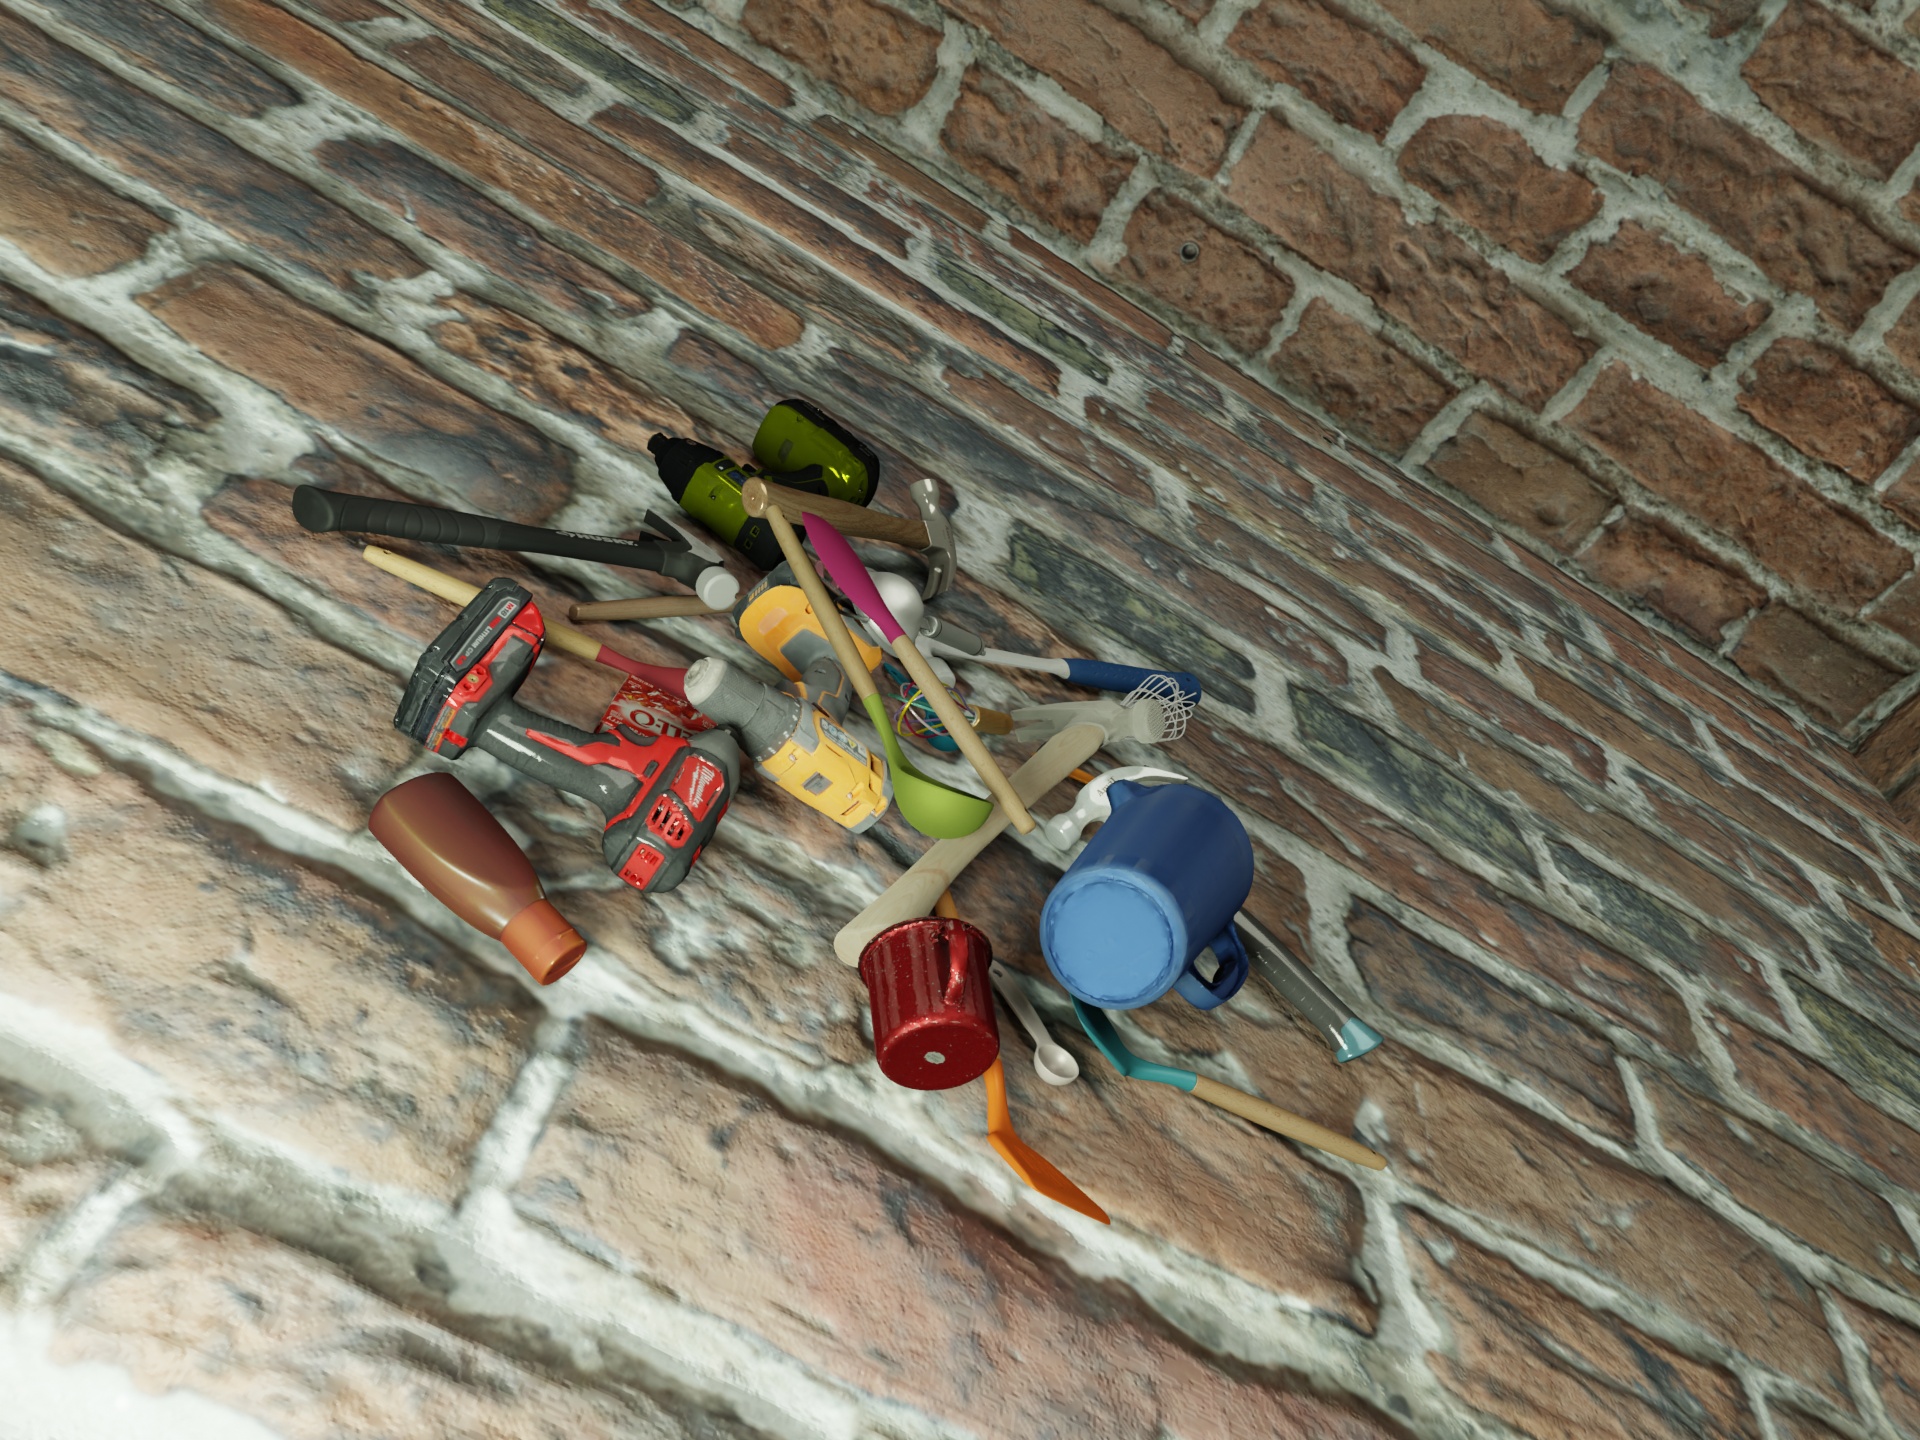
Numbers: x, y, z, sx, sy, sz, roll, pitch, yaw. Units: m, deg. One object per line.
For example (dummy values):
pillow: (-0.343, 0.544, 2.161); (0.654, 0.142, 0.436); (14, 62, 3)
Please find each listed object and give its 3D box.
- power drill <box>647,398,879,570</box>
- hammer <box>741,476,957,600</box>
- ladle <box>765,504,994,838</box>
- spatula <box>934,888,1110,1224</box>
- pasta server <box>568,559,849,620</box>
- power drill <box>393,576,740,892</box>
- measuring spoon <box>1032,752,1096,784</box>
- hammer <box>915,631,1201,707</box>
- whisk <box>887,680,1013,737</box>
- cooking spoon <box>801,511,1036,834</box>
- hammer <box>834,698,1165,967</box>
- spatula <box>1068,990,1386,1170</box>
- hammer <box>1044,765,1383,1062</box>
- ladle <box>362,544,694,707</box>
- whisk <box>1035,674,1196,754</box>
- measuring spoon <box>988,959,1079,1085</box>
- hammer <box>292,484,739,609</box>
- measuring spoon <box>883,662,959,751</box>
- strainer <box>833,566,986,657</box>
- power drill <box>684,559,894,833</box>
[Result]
power drill: (-0.189, -0.240, 1.553); (0.171, 0.080, 0.223); (39, 32, 7)
hammer: (-0.097, -0.187, 1.516); (0.331, 0.031, 0.130); (2, 69, -60)
ladle: (-0.071, -0.046, 1.228); (0.320, 0.062, 0.078); (61, 17, 20)
spatula: (0.023, 0.216, 1.107); (0.081, 0.041, 0.323); (35, 22, -35)
pasta server: (-0.205, -0.108, 1.372); (0.060, 0.040, 0.316); (23, 20, 35)
power drill: (-0.254, 0.008, 1.079); (0.219, 0.078, 0.143); (34, 43, -7)
measuring spoon: (0.117, 0.058, 1.487); (0.117, 0.011, 0.021); (25, 24, -10)
hammer: (0.093, -0.059, 1.611); (0.405, 0.035, 0.144); (8, 38, -40)
whisk: (-0.004, -0.003, 1.364); (0.051, 0.047, 0.245); (7, -2, 20)
cooking spoon: (-0.034, -0.043, 1.239); (0.319, 0.017, 0.068); (56, 18, 17)
hammer: (0.017, 0.077, 1.265); (0.411, 0.146, 0.038); (-39, 119, -51)
spatula: (0.202, 0.276, 1.202); (0.317, 0.044, 0.082); (26, 19, -18)
hammer: (0.230, 0.169, 1.372); (0.331, 0.033, 0.128); (45, 62, 8)
ladle: (-0.301, -0.062, 1.214); (0.315, 0.031, 0.069); (24, 26, -15)
whisk: (0.150, 0.007, 1.544); (0.070, 0.070, 0.284); (44, 32, 18)
measuring spoon: (0.046, 0.221, 1.158); (0.034, 0.018, 0.124); (10, 30, -37)
hammer: (-0.351, -0.147, 1.260); (0.334, 0.035, 0.146); (5, 24, -35)
measuring spoon: (-0.040, -0.010, 1.423); (0.042, 0.021, 0.129); (22, 19, -47)
strainer: (-0.029, -0.085, 1.387); (0.258, 0.050, 0.087); (18, 50, -65)
power drill: (-0.136, -0.034, 1.254); (0.185, 0.084, 0.226); (38, 26, -29)
